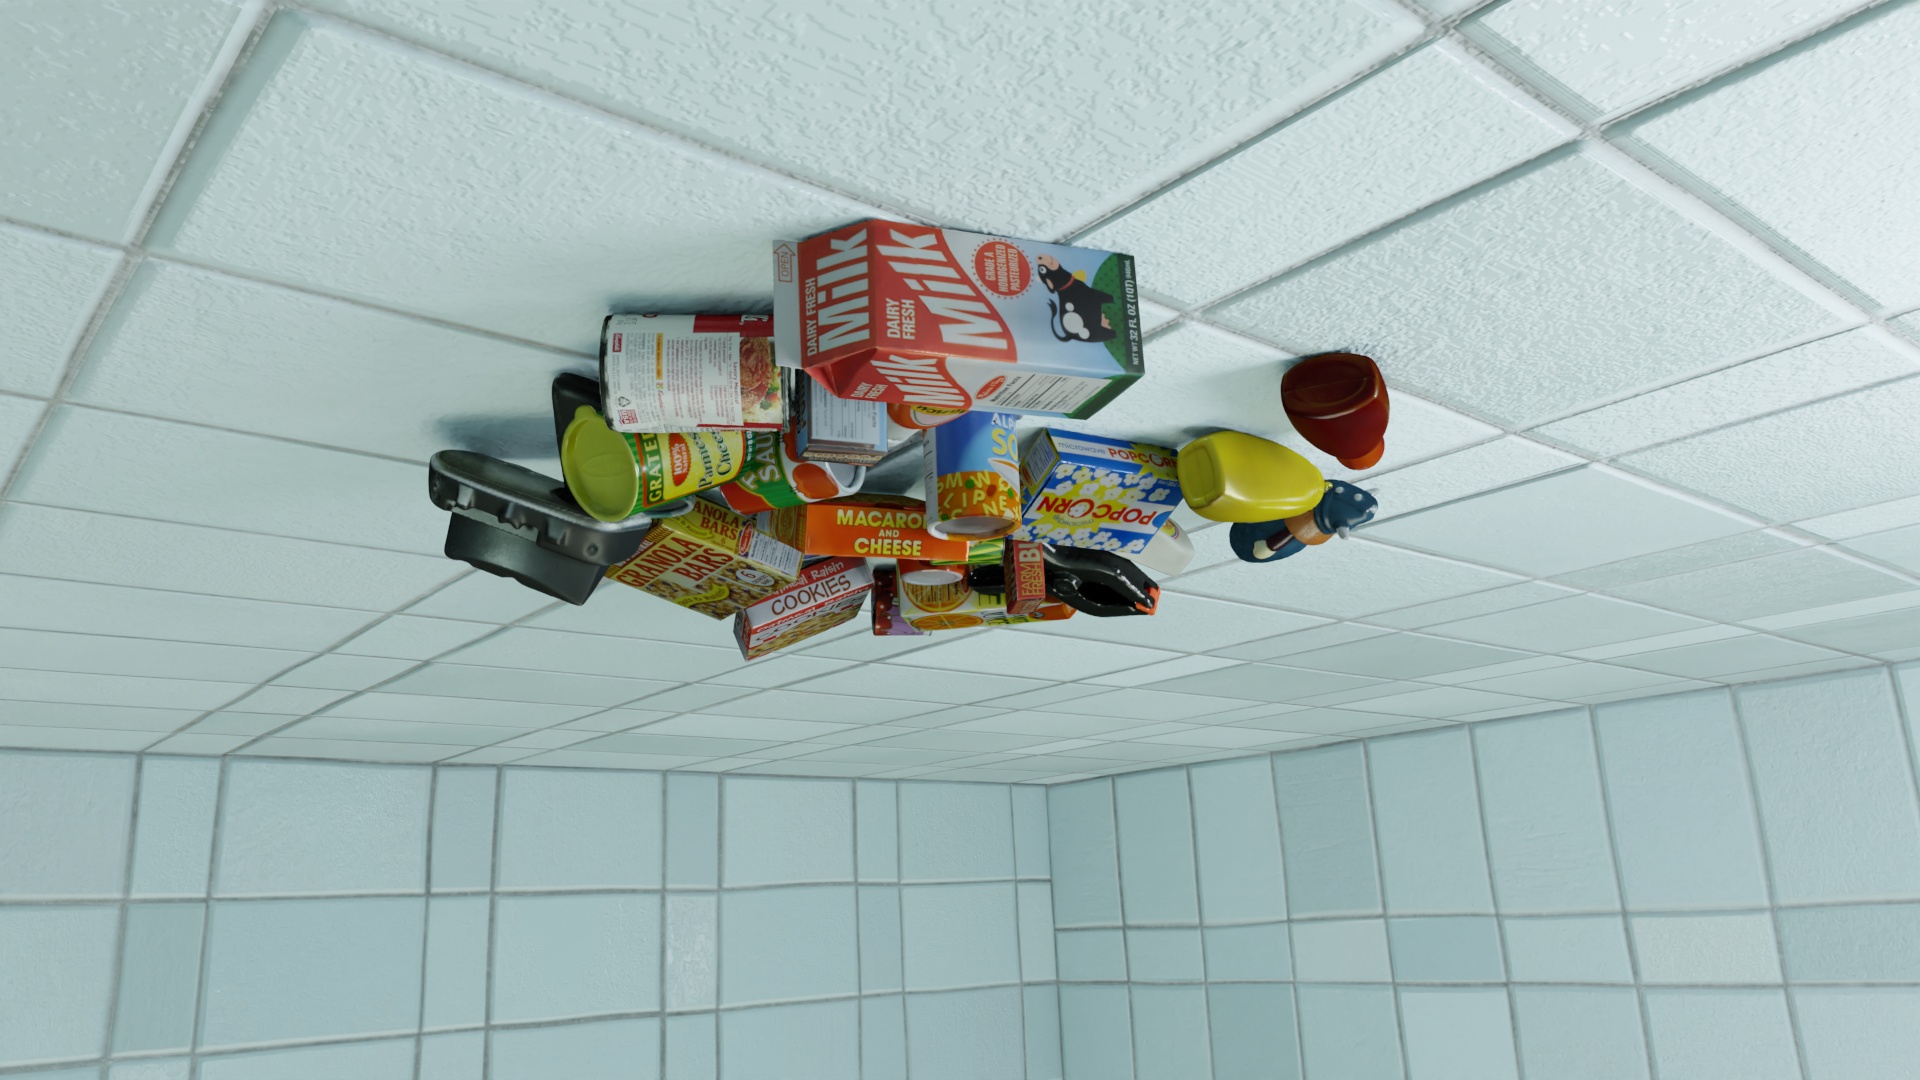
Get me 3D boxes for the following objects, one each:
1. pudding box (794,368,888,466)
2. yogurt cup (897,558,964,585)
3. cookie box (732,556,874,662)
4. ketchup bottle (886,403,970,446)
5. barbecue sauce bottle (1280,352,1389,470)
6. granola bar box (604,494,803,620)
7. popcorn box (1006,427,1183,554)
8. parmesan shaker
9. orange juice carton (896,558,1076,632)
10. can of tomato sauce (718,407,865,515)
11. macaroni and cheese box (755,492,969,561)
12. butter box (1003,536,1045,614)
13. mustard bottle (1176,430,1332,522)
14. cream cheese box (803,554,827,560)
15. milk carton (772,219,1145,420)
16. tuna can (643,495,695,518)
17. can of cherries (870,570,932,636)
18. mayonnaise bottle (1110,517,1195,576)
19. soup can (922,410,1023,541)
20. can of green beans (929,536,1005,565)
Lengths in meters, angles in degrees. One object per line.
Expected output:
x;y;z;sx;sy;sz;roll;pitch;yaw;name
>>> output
-0.069;-0.087;0.800;0.050;0.084;0.030;3;166;-21;pudding box
-0.025;0.007;1.208;0.072;0.054;0.072;-2;165;0;yogurt cup
-0.155;0.063;1.347;0.123;0.040;0.167;-22;169;-16;cookie box
-0.015;-0.097;0.850;0.065;0.043;0.148;6;163;-28;ketchup bottle
0.262;-0.083;0.946;0.065;0.044;0.148;-9;164;22;barbecue sauce bottle
-0.221;0.014;1.175;0.124;0.039;0.165;24;154;-25;granola bar box
0.099;-0.035;1.042;0.127;0.038;0.084;7;134;-30;popcorn box
-0.185;-0.059;0.859;0.071;0.071;0.103;-16;-174;39;parmesan shaker
0.042;0.036;1.290;0.193;0.073;0.071;-5;164;8;orange juice carton
-0.116;-0.057;0.937;0.083;0.071;0.071;-10;163;21;can of tomato sauce
-0.077;-0.014;1.048;0.124;0.040;0.166;3;-176;-20;macaroni and cheese box
0.049;0.005;1.117;0.024;0.104;0.053;-1;163;-8;butter box
0.231;-0.043;1.052;0.160;0.065;0.048;6;159;-41;mustard bottle
-0.147;0.001;1.222;0.103;0.024;0.053;-9;165;23;cream cheese box
-0.005;-0.115;0.731;0.191;0.072;0.073;2;164;-21;milk carton
-0.234;-0.041;1.039;0.071;0.033;0.071;-3;165;-1;tuna can
-0.058;0.060;1.381;0.058;0.071;0.071;1;164;-8;can of cherries
0.135;-0.012;1.158;0.148;0.065;0.041;20;116;-47;mayonnaise bottle
0.010;-0.048;0.956;0.071;0.084;0.071;-3;164;-1;soup can
0.004;-0.013;1.116;0.058;0.071;0.071;0;164;-6;can of green beans
